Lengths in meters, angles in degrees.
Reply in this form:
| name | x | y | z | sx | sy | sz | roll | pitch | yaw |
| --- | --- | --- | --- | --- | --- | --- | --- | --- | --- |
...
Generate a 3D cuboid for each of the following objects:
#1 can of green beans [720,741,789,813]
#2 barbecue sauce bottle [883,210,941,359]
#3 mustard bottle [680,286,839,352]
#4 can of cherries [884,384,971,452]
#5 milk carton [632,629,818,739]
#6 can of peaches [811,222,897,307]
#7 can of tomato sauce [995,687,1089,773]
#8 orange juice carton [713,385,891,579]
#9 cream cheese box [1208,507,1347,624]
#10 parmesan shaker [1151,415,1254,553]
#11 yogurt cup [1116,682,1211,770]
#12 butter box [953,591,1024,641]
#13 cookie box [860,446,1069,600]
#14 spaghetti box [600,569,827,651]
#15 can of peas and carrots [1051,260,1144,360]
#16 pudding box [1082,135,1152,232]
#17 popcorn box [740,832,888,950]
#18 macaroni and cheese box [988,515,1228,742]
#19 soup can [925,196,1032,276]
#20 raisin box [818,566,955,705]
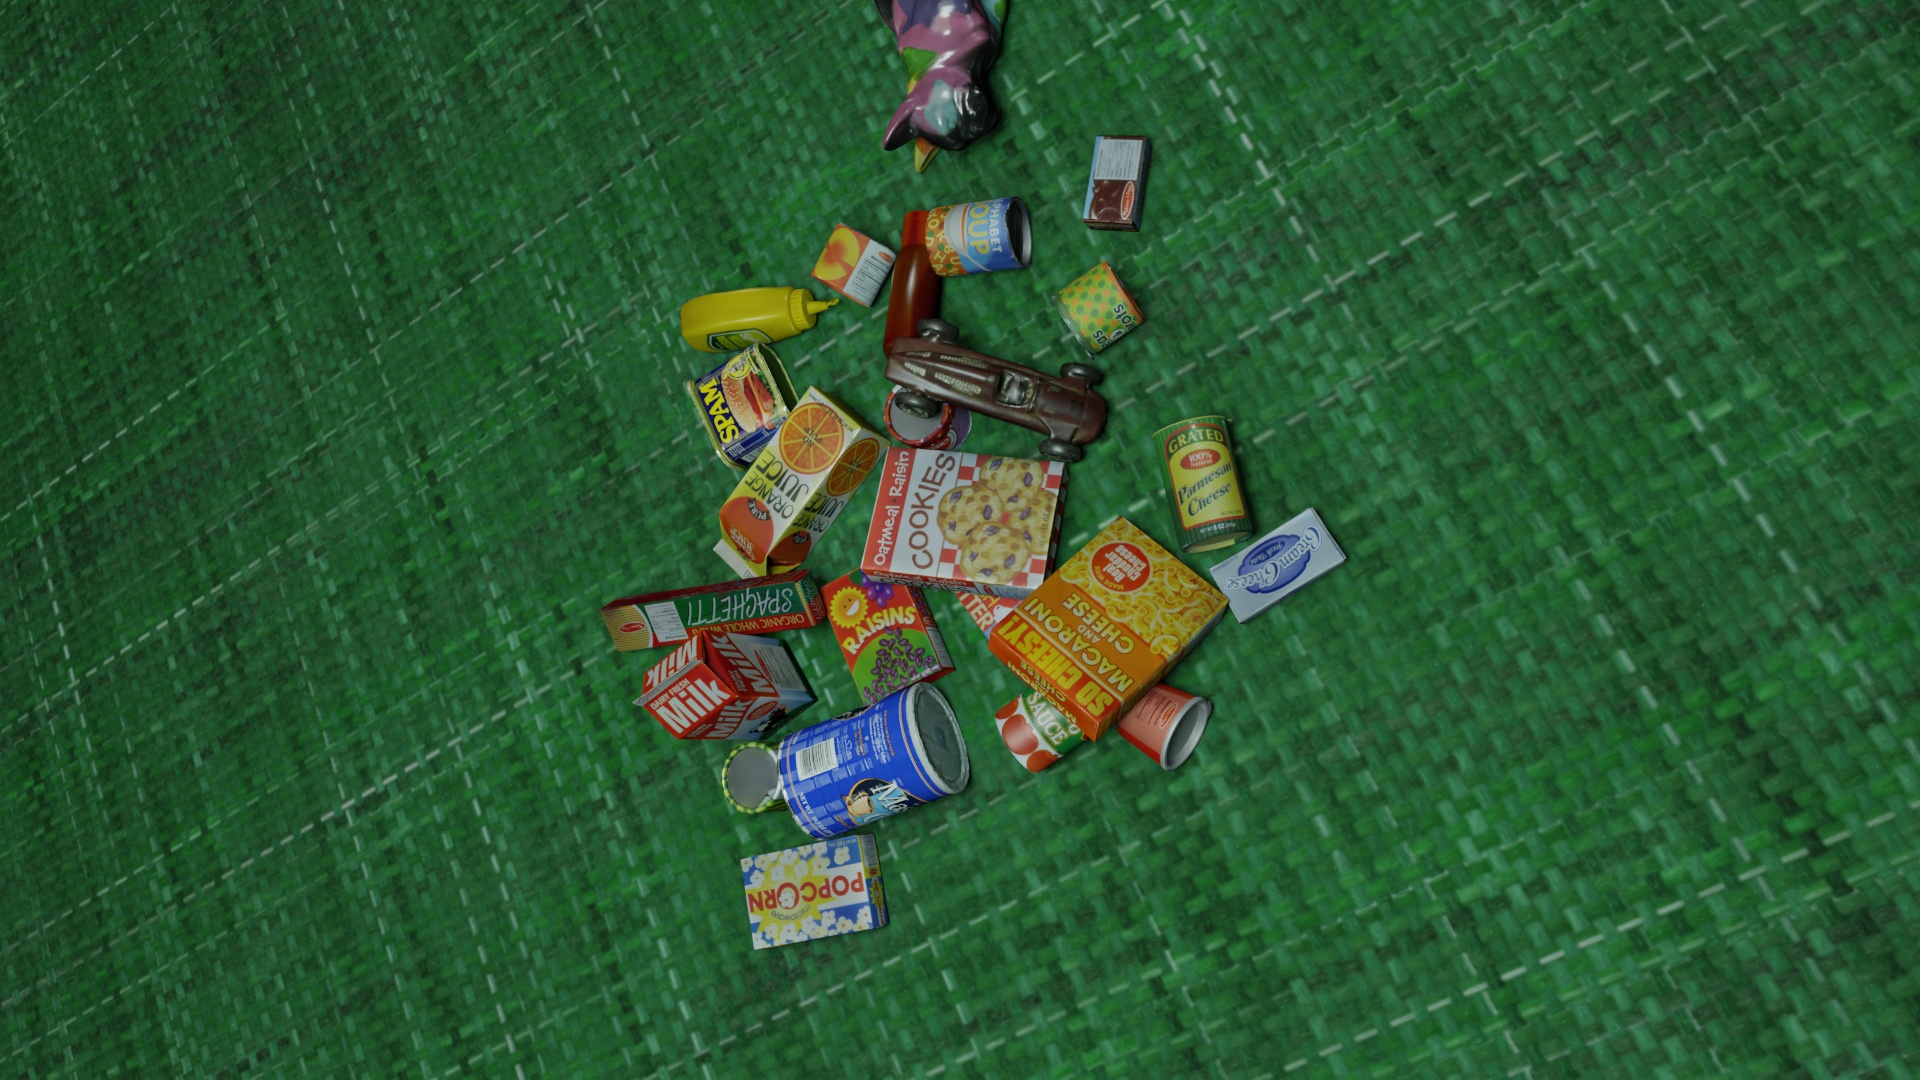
| name | x | y | z | sx | sy | sz | roll | pitch | yaw |
| --- | --- | --- | --- | --- | --- | --- | --- | --- | --- |
| can of green beans | -0.183 | 0.222 | 1.303 | 0.071 | 0.058 | 0.071 | -3 | 81 | 21 |
| barbecue sauce bottle | -0.042 | -0.240 | 1.320 | 0.043 | 0.064 | 0.149 | -1 | 73 | 19 |
| mustard bottle | -0.196 | -0.223 | 1.376 | 0.160 | 0.065 | 0.049 | -7 | 75 | 17 |
| can of cherries | -0.030 | -0.113 | 1.295 | 0.071 | 0.058 | 0.071 | -4 | 80 | 21 |
| milk carton | -0.216 | 0.132 | 1.258 | 0.072 | 0.190 | 0.073 | -36 | 71 | 13 |
| can of peaches | -0.104 | -0.267 | 1.345 | 0.071 | 0.071 | 0.058 | 30 | 94 | 23 |
| can of tomato sauce | 0.081 | 0.153 | 1.203 | 0.083 | 0.071 | 0.071 | -37 | 71 | 13 |
| orange juice carton | -0.160 | -0.045 | 1.328 | 0.072 | 0.073 | 0.192 | 40 | 98 | 21 |
| cream cheese box | 0.268 | 0.022 | 1.174 | 0.103 | 0.024 | 0.053 | -33 | 72 | 14 |
| parmesan shaker | 0.210 | -0.048 | 1.186 | 0.071 | 0.071 | 0.103 | -17 | 76 | 19 |
| yogurt cup | 0.169 | 0.152 | 1.173 | 0.054 | 0.072 | 0.072 | 27 | 92 | 31 |
| butter box | 0.034 | 0.056 | 1.262 | 0.053 | 0.024 | 0.104 | -41 | 70 | 11 |
| cookie box | 0.004 | -0.016 | 1.251 | 0.167 | 0.040 | 0.123 | 6 | 69 | 15 |
| spaghetti box | -0.240 | 0.069 | 1.333 | 0.250 | 0.029 | 0.050 | -9 | 109 | 30 |
| can of peas and carrots | 0.125 | -0.206 | 1.243 | 0.058 | 0.071 | 0.071 | -33 | 72 | 14 |
| pudding box | 0.144 | -0.327 | 1.275 | 0.049 | 0.030 | 0.083 | 7 | 85 | 21 |
| popcorn box | -0.134 | 0.323 | 1.279 | 0.126 | 0.038 | 0.085 | -16 | 77 | 19 |
| macaroni and cheese box | 0.124 | 0.072 | 1.170 | 0.124 | 0.040 | 0.167 | 40 | 63 | 22 |
| soup can | 0.016 | -0.284 | 1.296 | 0.084 | 0.071 | 0.071 | -3 | 81 | 22 |
| raisin box | -0.069 | 0.083 | 1.290 | 0.086 | 0.040 | 0.123 | -29 | 74 | 16 |
